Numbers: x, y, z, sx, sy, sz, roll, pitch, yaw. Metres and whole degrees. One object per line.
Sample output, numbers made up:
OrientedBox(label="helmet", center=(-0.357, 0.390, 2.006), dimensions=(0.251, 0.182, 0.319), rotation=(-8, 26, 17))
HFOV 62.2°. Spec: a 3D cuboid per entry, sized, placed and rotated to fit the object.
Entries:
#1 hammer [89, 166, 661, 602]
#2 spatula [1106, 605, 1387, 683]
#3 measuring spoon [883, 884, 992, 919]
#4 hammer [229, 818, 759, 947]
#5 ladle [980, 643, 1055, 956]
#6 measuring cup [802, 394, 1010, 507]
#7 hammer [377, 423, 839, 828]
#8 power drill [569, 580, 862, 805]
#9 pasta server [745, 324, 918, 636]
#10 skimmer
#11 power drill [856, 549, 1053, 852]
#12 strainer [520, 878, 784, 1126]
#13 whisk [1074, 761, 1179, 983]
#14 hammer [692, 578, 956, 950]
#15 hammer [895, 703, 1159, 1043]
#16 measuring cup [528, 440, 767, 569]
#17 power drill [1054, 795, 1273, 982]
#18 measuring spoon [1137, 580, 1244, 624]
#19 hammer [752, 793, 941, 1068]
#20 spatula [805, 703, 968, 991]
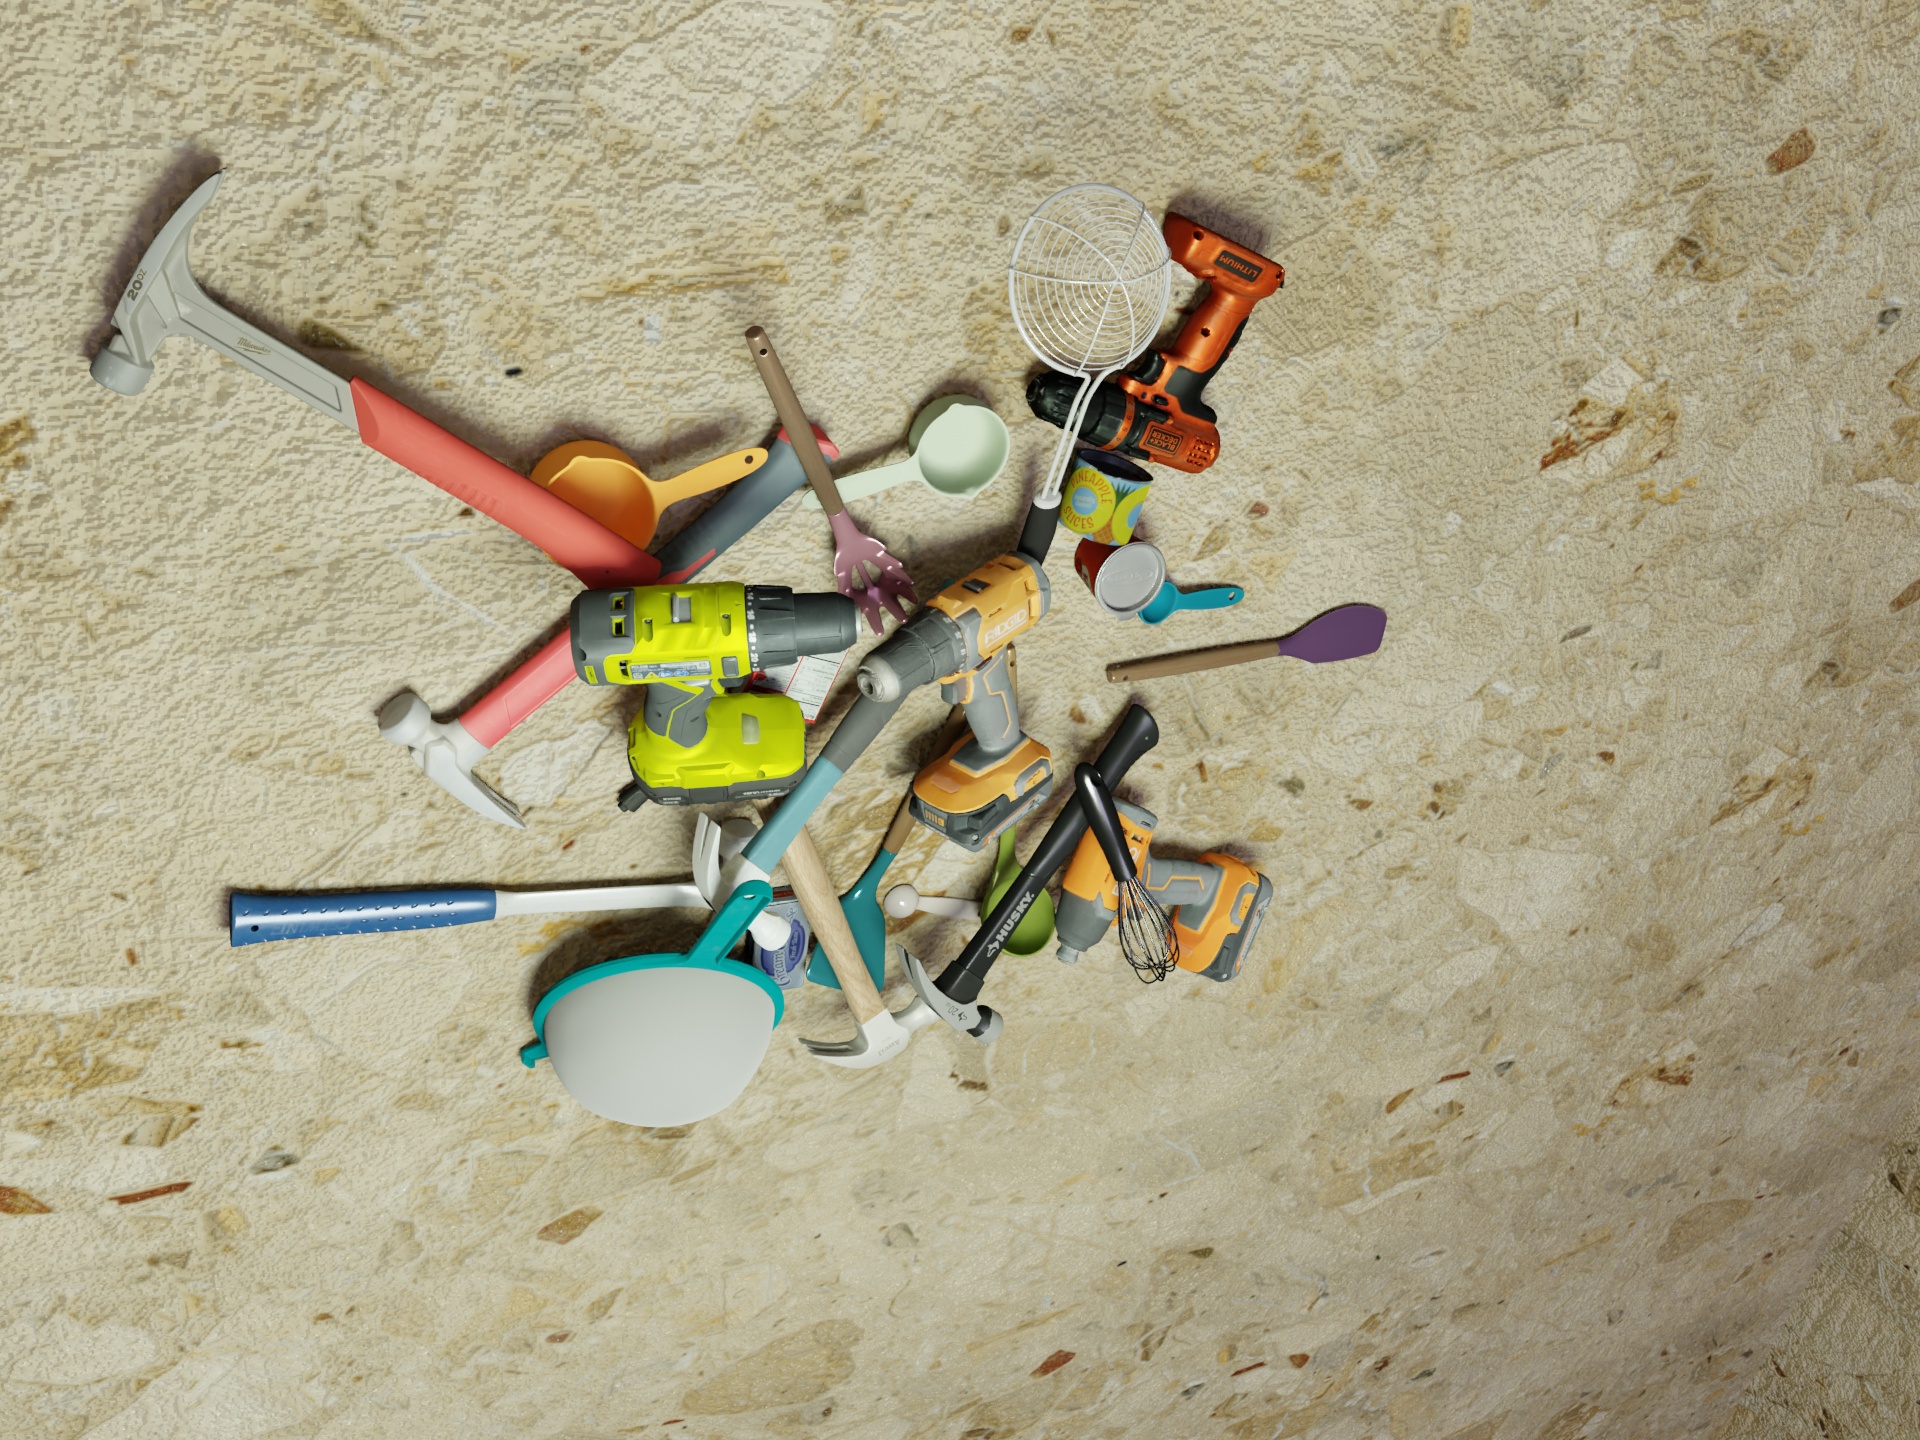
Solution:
OrientedBox(label="hammer", center=(-0.346, -0.186, 1.017), dimensions=(0.358, 0.037, 0.149), rotation=(31, 105, -27))
OrientedBox(label="spatula", center=(0.275, -0.066, 1.494), dimensions=(0.316, 0.018, 0.059), rotation=(-10, 124, -24))
OrientedBox(label="measuring spoon", center=(-0.017, 0.178, 1.493), dimensions=(0.124, 0.018, 0.034), rotation=(12, 113, -35))
OrientedBox(label="hammer", center=(-0.363, 0.153, 1.275), dimensions=(0.405, 0.035, 0.144), rotation=(0, 120, -29))
OrientedBox(label="ladle", center=(0.051, 0.078, 1.442), dimensions=(0.078, 0.062, 0.320), rotation=(-22, 127, -31))
OrientedBox(label="measuring cup", center=(-0.046, -0.200, 1.221), dimensions=(0.167, 0.038, 0.083), rotation=(-19, 129, -8))
OrientedBox(label="hammer", center=(-0.239, -0.078, 1.191), dimensions=(0.386, 0.038, 0.143), rotation=(-40, 132, 0))
OrientedBox(label="power drill", center=(-0.166, -0.024, 1.139), dimensions=(0.190, 0.080, 0.228), rotation=(-4, 153, -6))
OrientedBox(label="pasta server", center=(-0.097, -0.167, 1.162), dimensions=(0.060, 0.040, 0.315), rotation=(-29, 146, -4))
OrientedBox(label="skimmer", center=(0.069, -0.231, 1.207), dimensions=(0.127, 0.090, 0.363), rotation=(-14, 151, -21))
OrientedBox(label="power drill", center=(-0.002, -0.004, 1.280), dimensions=(0.185, 0.084, 0.226), rotation=(-34, 136, -35))
OrientedBox(label="strainer", center=(-0.221, 0.248, 1.289), dimensions=(0.211, 0.095, 0.340), rotation=(11, 141, -26))
OrientedBox(label="whisk", center=(0.147, 0.140, 1.438), dimensions=(0.055, 0.055, 0.238), rotation=(-27, 113, -11))
OrientedBox(label="hammer", center=(-0.096, 0.025, 1.291), dimensions=(0.331, 0.033, 0.128), rotation=(-53, 130, -7))
OrientedBox(label="hammer", center=(0.072, 0.127, 1.436), dimensions=(0.146, 0.035, 0.335), rotation=(41, 82, -40))
OrientedBox(label="measuring cup", center=(-0.224, -0.169, 1.130), dimensions=(0.173, 0.052, 0.095), rotation=(-23, 129, -16))
OrientedBox(label="power drill", center=(0.189, 0.181, 1.548), dimensions=(0.226, 0.084, 0.164), rotation=(26, 87, -36))
OrientedBox(label="measuring spoon", center=(0.204, -0.112, 1.430), dimensions=(0.128, 0.021, 0.042), rotation=(-7, 123, -36))
OrientedBox(label="hammer", center=(-0.117, 0.171, 1.371), dimensions=(0.130, 0.031, 0.331), rotation=(-33, 122, -20))
OrientedBox(label="spatula", center=(-0.046, 0.099, 1.410), dimensions=(0.082, 0.044, 0.317), rotation=(16, 110, -31))
